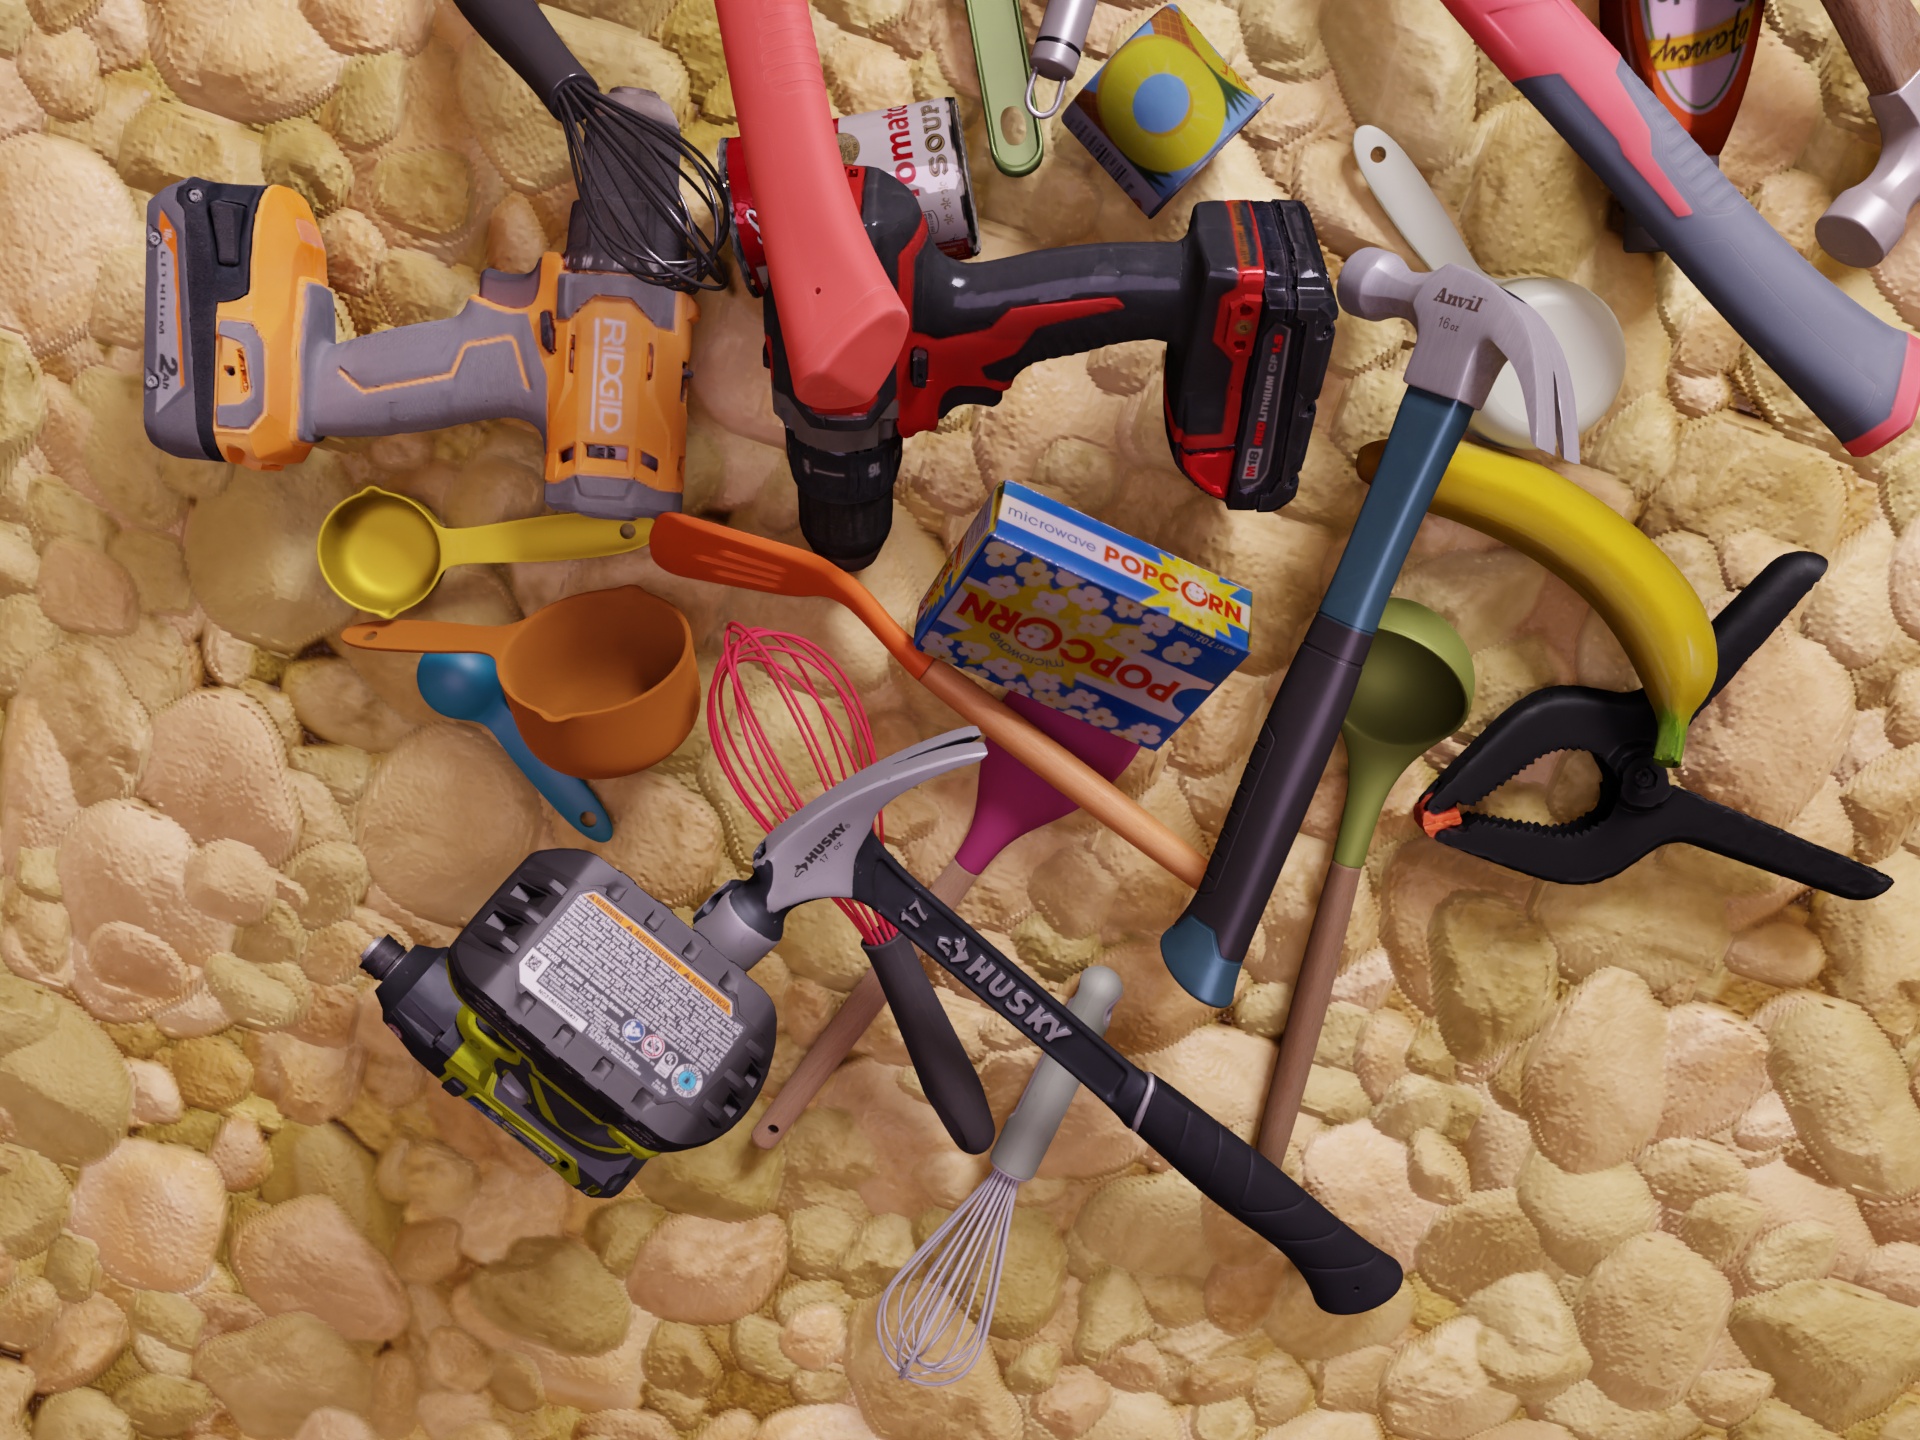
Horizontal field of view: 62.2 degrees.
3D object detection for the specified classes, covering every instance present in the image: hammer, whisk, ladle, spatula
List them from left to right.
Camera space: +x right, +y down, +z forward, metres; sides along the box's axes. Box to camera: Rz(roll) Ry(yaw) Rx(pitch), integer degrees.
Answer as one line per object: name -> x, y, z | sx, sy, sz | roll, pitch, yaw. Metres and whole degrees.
whisk -> -0.160, -0.253, 0.645 | 0.055, 0.055, 0.239 | -43, 66, 12
hammer -> -0.087, -0.285, 0.599 | 0.149, 0.036, 0.359 | -17, 77, 23
whisk -> -0.044, 0.085, 0.748 | 0.073, 0.073, 0.295 | -20, 108, 8
spatula -> -0.001, -0.002, 0.737 | 0.322, 0.081, 0.041 | 37, 73, -4
whisk -> 0.022, 0.233, 0.808 | 0.059, 0.057, 0.246 | 28, 100, 16
hammer -> 0.075, 0.164, 0.747 | 0.149, 0.036, 0.408 | -44, 111, 11
ladle -> 0.175, 0.095, 0.761 | 0.078, 0.062, 0.320 | 19, 110, 27
hammer -> 0.160, -0.030, 0.686 | 0.033, 0.128, 0.331 | 8, 109, -41
hammer -> 0.232, -0.251, 0.642 | 0.143, 0.038, 0.386 | -40, 87, 12
hammer -> 0.313, -0.341, 0.612 | 0.331, 0.031, 0.130 | 43, 88, -23

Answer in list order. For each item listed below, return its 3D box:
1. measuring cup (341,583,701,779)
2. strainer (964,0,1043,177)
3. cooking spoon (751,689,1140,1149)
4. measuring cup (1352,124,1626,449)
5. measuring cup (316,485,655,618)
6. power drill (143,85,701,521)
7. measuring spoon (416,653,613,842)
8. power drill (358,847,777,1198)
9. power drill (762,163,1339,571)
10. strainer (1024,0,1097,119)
measuring cup -> -0.204, -0.018, 0.742 | 0.173, 0.095, 0.052 | 5, 134, 13
strainer -> 0.002, -0.357, 0.648 | 0.151, 0.069, 0.256 | -10, 102, 5
cooking spoon -> -0.011, 0.092, 0.787 | 0.068, 0.017, 0.319 | 35, 102, -6
measuring cup -> 0.226, -0.191, 0.693 | 0.083, 0.038, 0.167 | -38, 101, 11
measuring cup -> -0.222, -0.085, 0.756 | 0.156, 0.029, 0.062 | -6, 101, -8
power drill -> -0.228, -0.188, 0.699 | 0.226, 0.084, 0.185 | 5, 98, -3
measuring spoon -> -0.217, 0.013, 0.775 | 0.042, 0.021, 0.128 | -40, 97, 11
power drill -> -0.188, 0.140, 0.723 | 0.171, 0.080, 0.223 | 42, 146, -9
power drill -> 0.030, -0.139, 0.679 | 0.226, 0.080, 0.187 | 1, 137, -2
strainer -> 0.066, -0.360, 0.625 | 0.086, 0.050, 0.258 | 17, 90, -13
